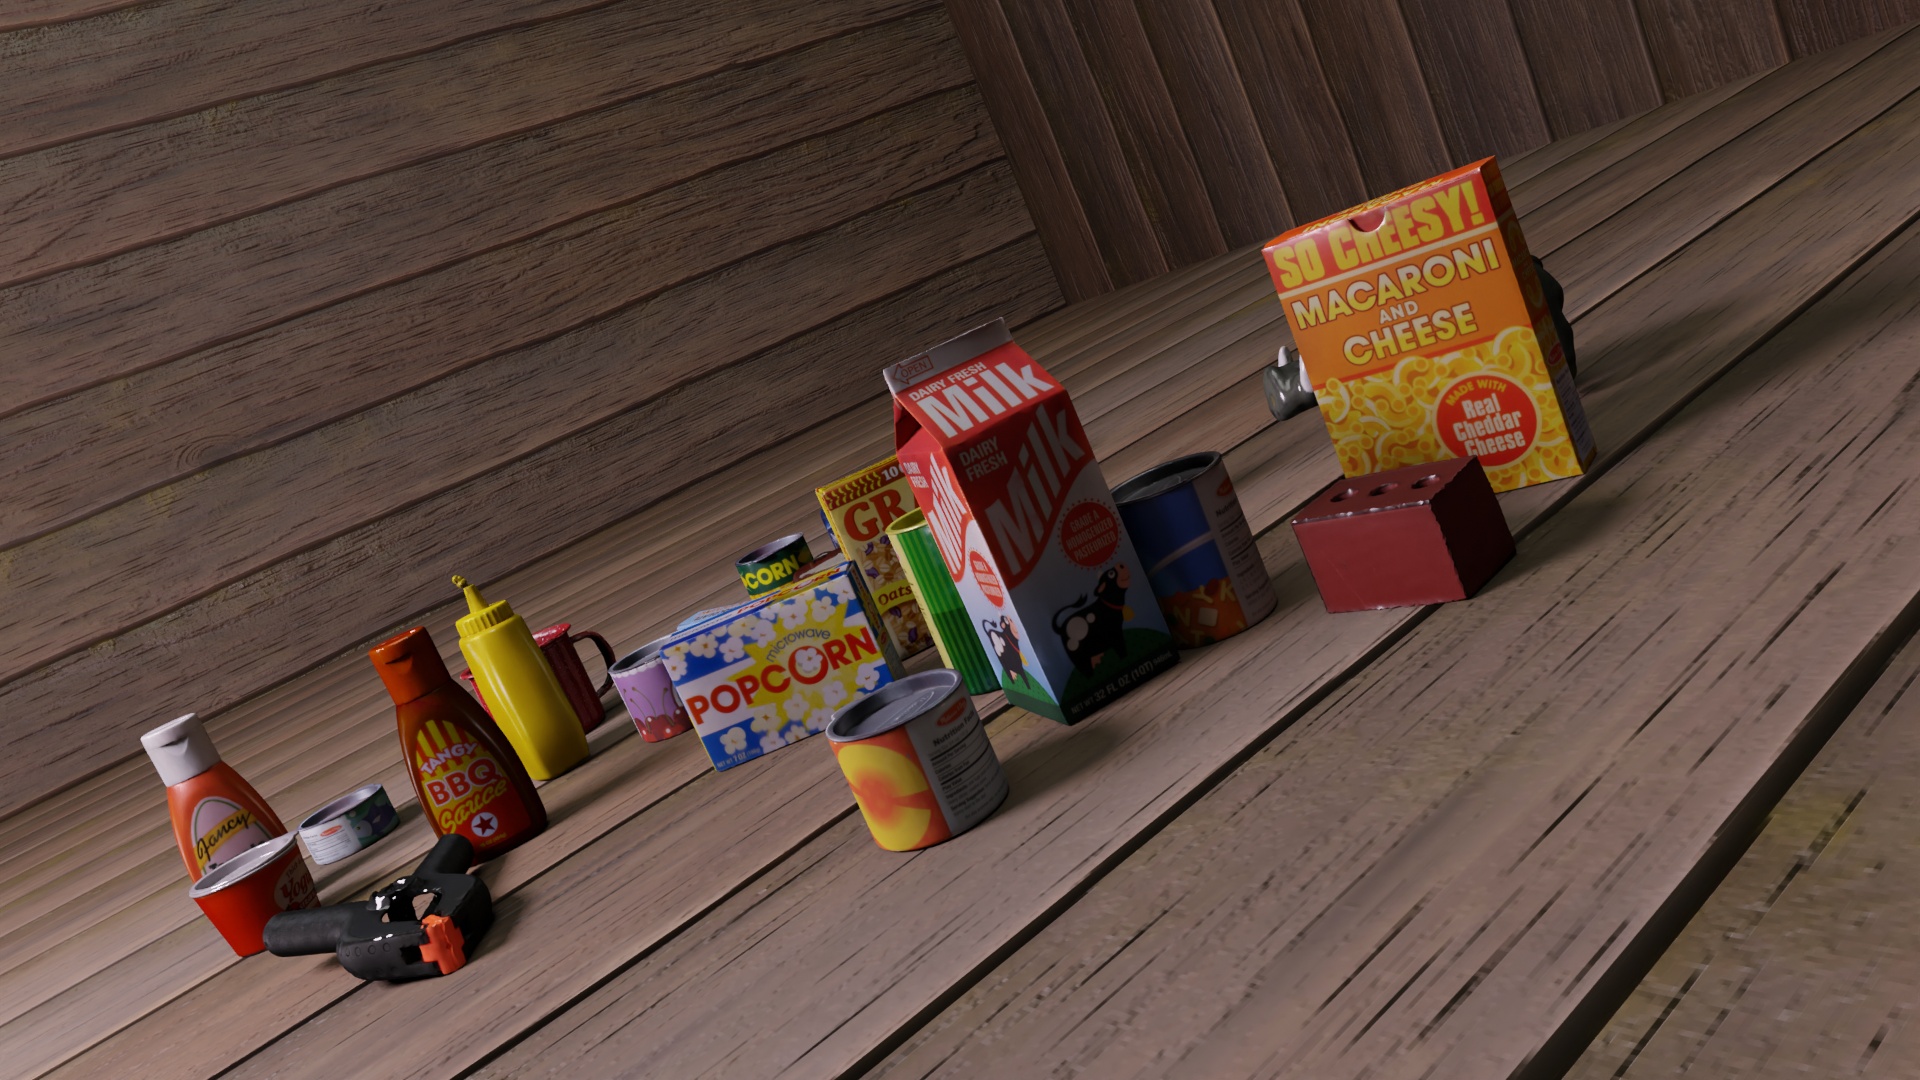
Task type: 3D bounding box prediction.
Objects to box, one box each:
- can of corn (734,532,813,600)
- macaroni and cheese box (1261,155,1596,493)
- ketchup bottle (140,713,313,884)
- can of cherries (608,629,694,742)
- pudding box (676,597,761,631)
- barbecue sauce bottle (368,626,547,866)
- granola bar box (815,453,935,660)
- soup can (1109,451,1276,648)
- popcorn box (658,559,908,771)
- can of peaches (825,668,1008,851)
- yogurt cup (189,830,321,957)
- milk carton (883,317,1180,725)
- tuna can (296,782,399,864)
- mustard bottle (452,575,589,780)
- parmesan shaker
[{"bbox_3d":[-0.158,0.034,1.230,0.071,0.058,0.071,-23,10,5],"label":"can of corn"},{"bbox_3d":[0.249,-0.103,0.743,0.123,0.166,0.040,-15,13,39],"label":"macaroni and cheese box"},{"bbox_3d":[-0.505,0.191,0.948,0.065,0.148,0.043,-28,11,-25],"label":"ketchup bottle"},{"bbox_3d":[-0.207,0.103,0.992,0.071,0.058,0.071,-23,10,5],"label":"can of cherries"},{"bbox_3d":[-0.179,0.077,1.085,0.083,0.049,0.030,-14,14,40],"label":"pudding box"},{"bbox_3d":[-0.319,0.127,0.869,0.065,0.148,0.044,-25,10,-8],"label":"barbecue sauce bottle"},{"bbox_3d":[0.003,-0.012,0.931,0.166,0.124,0.039,-26,10,-12],"label":"granola bar box"},{"bbox_3d":[0.116,0.005,0.719,0.071,0.083,0.071,-23,10,5],"label":"soup can"},{"bbox_3d":[-0.106,0.076,0.840,0.127,0.085,0.038,-22,10,6],"label":"popcorn box"},{"bbox_3d":[-0.020,0.098,0.624,0.071,0.058,0.071,-23,10,5],"label":"can of peaches"},{"bbox_3d":[-0.451,0.231,0.897,0.072,0.054,0.072,-23,10,4],"label":"yogurt cup"},{"bbox_3d":[0.030,-0.011,0.694,0.072,0.190,0.073,-27,11,-18],"label":"milk carton"},{"bbox_3d":[-0.464,0.215,1.058,0.071,0.032,0.071,-23,11,4],"label":"tuna can"},{"bbox_3d":[-0.324,0.095,1.004,0.049,0.160,0.065,-30,12,-32],"label":"mustard bottle"},{"bbox_3d":[0.009,0.027,0.789,0.071,0.103,0.071,-23,10,5],"label":"parmesan shaker"}]
